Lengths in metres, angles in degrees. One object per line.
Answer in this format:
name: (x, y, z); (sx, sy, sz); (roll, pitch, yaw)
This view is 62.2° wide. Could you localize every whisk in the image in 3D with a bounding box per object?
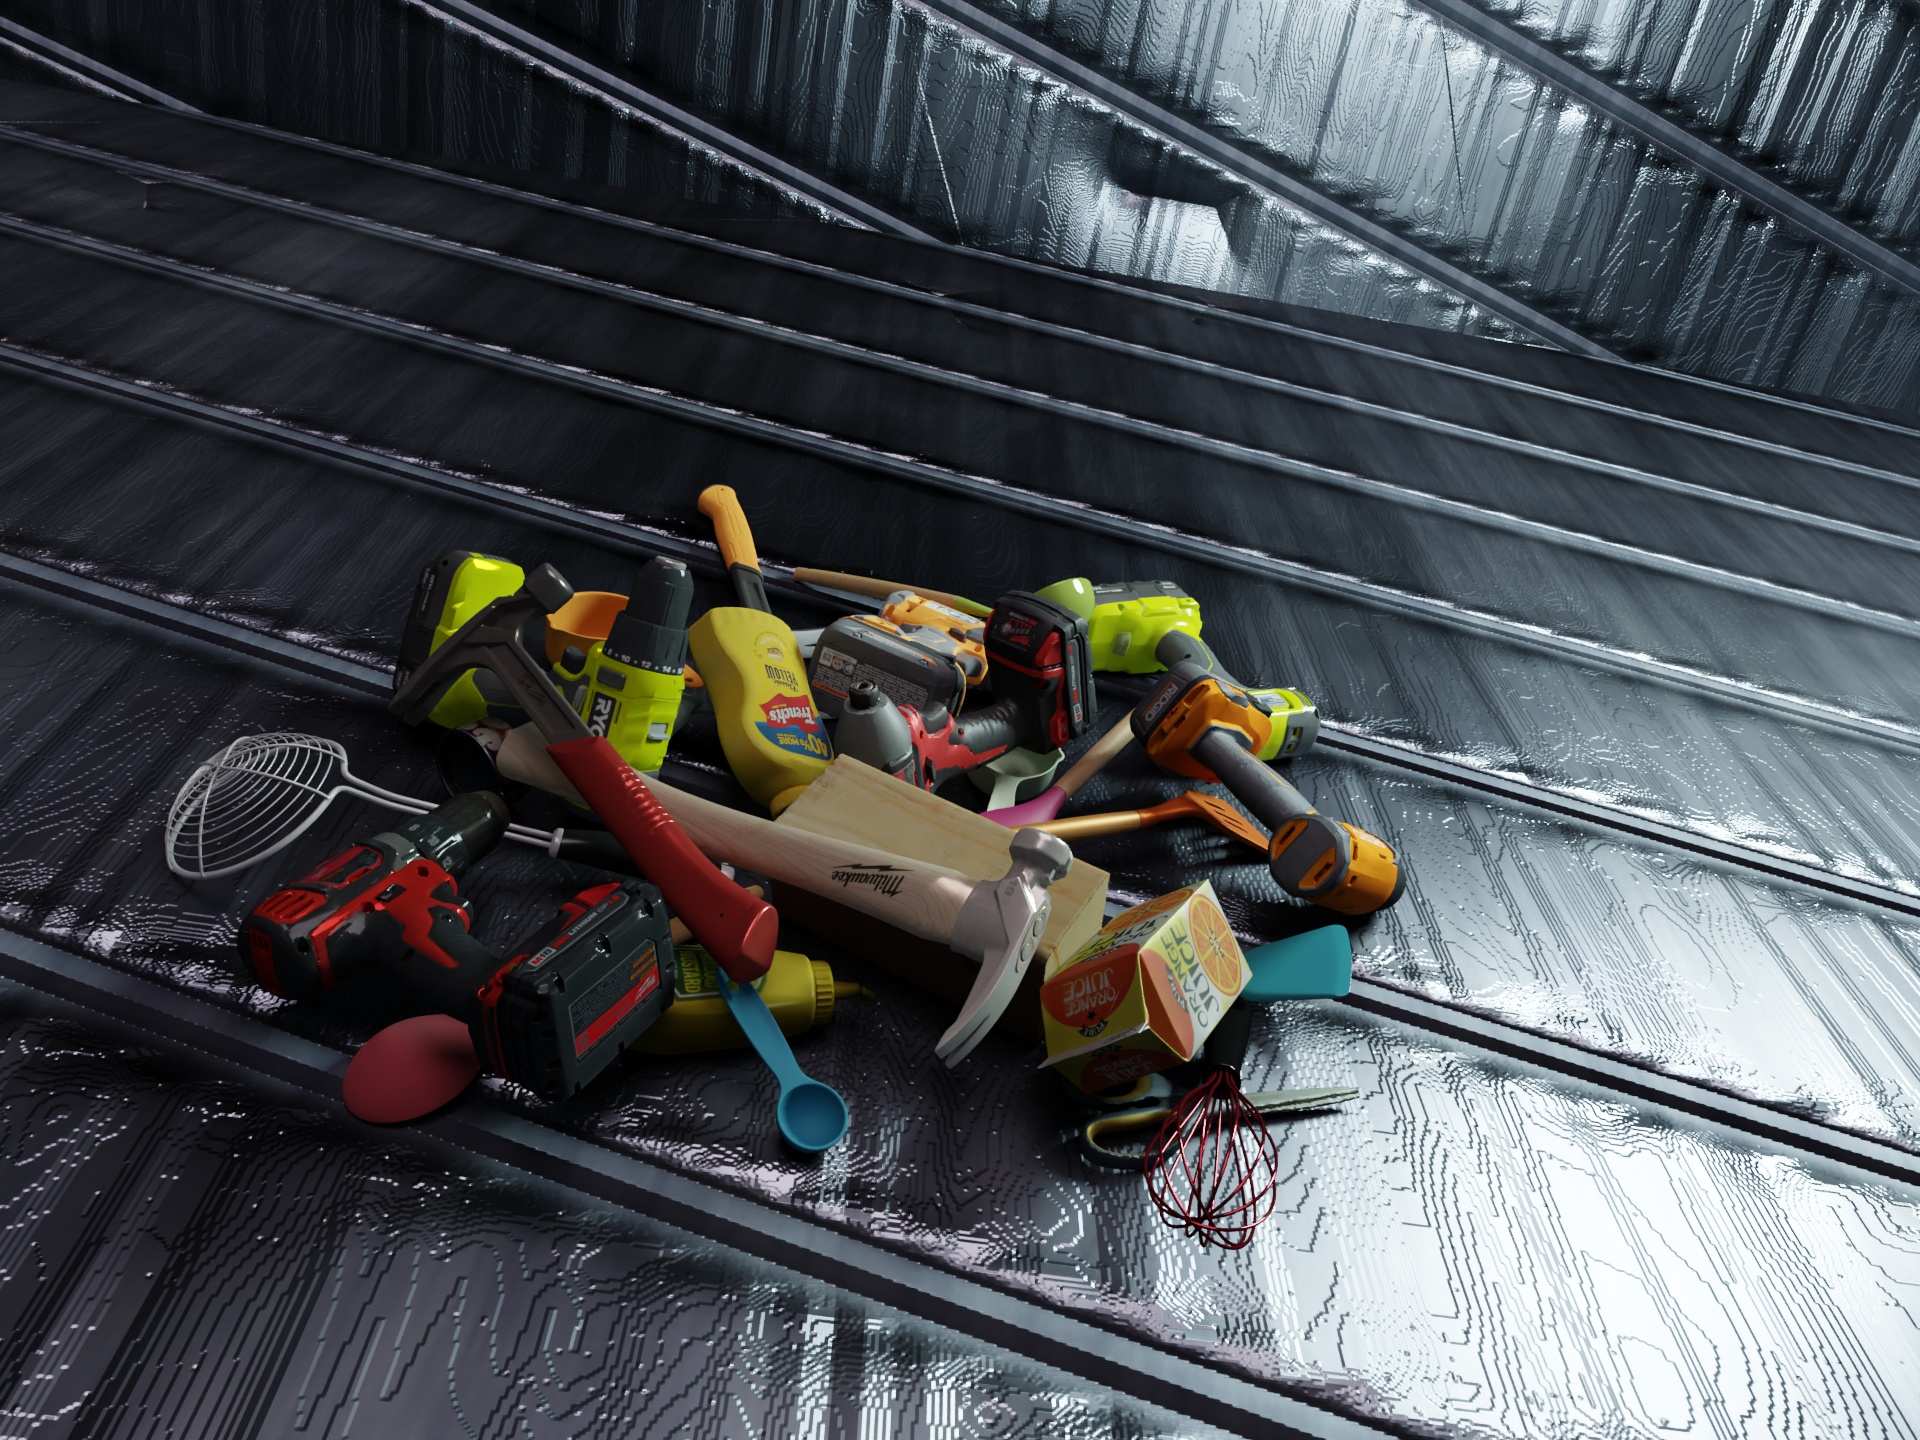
whisk: (0.152, 0.220, 0.933); (0.073, 0.073, 0.296); (16, 15, 8)

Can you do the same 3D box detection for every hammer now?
hammer: (-0.236, 0.044, 1.020); (0.149, 0.036, 0.359); (-44, 57, -3)
hammer: (-0.139, 0.084, 1.007); (0.411, 0.038, 0.146); (17, 65, 27)
hammer: (-0.203, -0.151, 1.541); (0.127, 0.034, 0.337); (0, 31, -18)

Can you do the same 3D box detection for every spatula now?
spatula: (0.109, 0.147, 1.109); (0.317, 0.044, 0.082); (13, 30, 5)
spatula: (0.111, 0.086, 1.203); (0.322, 0.041, 0.081); (-5, 35, -32)

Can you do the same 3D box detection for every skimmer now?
skimmer: (-0.339, 0.087, 1.072); (0.363, 0.090, 0.127); (15, 36, -14)

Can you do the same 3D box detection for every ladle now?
ladle: (-0.235, 0.161, 0.983); (0.069, 0.031, 0.315); (29, 32, 29)
ladle: (-0.023, -0.125, 1.487); (0.320, 0.062, 0.078); (13, 3, 29)

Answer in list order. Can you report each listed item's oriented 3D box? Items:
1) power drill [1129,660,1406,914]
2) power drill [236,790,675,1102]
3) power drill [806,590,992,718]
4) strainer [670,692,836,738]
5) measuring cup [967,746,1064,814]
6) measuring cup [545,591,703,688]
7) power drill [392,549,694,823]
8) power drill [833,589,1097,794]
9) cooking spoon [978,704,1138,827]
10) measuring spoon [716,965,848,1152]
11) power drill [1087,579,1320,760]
power drill: (0.248, 0.062, 1.232); (0.164, 0.084, 0.227); (21, 23, -49)
power drill: (-0.275, 0.115, 0.927); (0.227, 0.080, 0.188); (14, 32, 25)
power drill: (-0.012, -0.041, 1.349); (0.185, 0.084, 0.226); (23, 19, 13)
strainer: (-0.188, -0.005, 1.280); (0.258, 0.050, 0.087); (-3, -12, -33)
measuring cup: (0.032, 0.062, 1.251); (0.083, 0.038, 0.168); (14, 44, 0)
measuring cup: (-0.274, -0.048, 1.315); (0.174, 0.052, 0.095); (32, 35, 30)
power drill: (-0.298, -0.047, 1.169); (0.229, 0.190, 0.080); (20, 8, 27)
power drill: (-0.002, -0.004, 1.184); (0.219, 0.143, 0.079); (-33, 41, -31)
cooking spoon: (0.091, 0.045, 1.249); (0.069, 0.017, 0.319); (41, 47, 10)
measuring spoon: (-0.110, 0.198, 0.928); (0.042, 0.021, 0.129); (-18, 60, -35)
power drill: (0.194, -0.038, 1.438); (0.171, 0.080, 0.223); (-6, 36, -28)
